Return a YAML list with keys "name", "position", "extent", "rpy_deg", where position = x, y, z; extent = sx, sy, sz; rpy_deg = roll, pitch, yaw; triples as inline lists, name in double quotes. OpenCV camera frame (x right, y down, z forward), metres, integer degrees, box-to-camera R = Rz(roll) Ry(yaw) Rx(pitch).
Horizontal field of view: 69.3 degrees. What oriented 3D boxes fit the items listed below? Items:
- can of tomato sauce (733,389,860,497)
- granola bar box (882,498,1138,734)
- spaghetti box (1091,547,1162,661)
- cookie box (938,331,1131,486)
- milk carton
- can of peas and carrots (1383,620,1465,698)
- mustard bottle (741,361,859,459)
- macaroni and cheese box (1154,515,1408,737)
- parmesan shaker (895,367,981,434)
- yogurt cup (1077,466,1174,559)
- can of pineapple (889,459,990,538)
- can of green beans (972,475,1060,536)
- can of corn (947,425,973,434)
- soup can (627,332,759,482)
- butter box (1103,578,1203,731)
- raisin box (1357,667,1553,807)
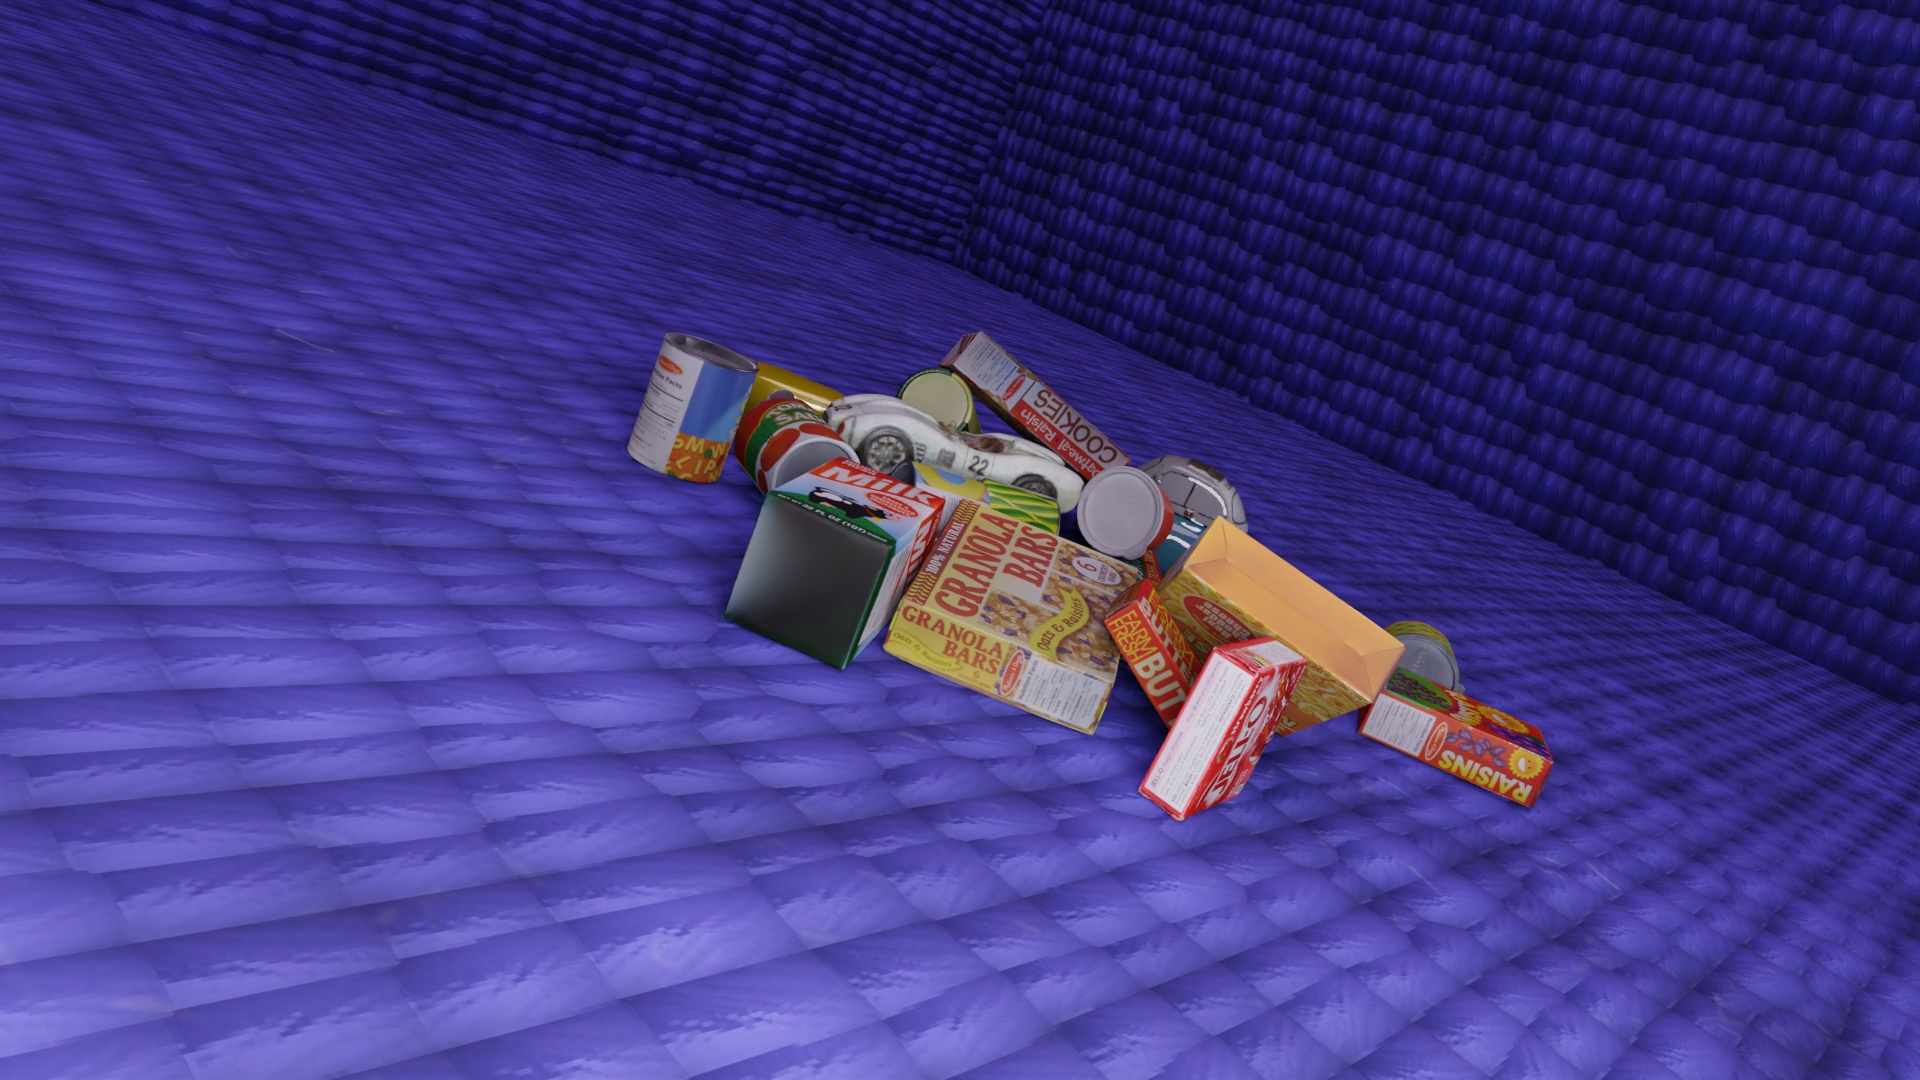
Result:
- name: "can of tomato sauce"
  position: [-0.110, -0.056, 0.944]
  extent: [0.071, 0.071, 0.083]
  rpy_deg: [13, 17, -31]
- name: "granola bar box"
  position: [0.035, 0.040, 0.820]
  extent: [0.124, 0.039, 0.166]
  rpy_deg: [22, 23, 3]
- name: "spaghetti box"
  position: [0.124, 0.039, 1.022]
  extent: [0.050, 0.028, 0.251]
  rpy_deg: [20, 14, -1]
- name: "cookie box"
  position: [0.062, -0.112, 1.200]
  extent: [0.167, 0.040, 0.123]
  rpy_deg: [40, 1, -9]
- name: "milk carton"
  position: [-0.062, 0.004, 0.791]
  extent: [0.072, 0.073, 0.191]
  rpy_deg: [23, 14, 6]
- name: "can of peas and carrots"
  position: [0.343, 0.098, 1.049]
  extent: [0.071, 0.070, 0.059]
  rpy_deg: [25, 13, 12]
- name: "mustard bottle"
  position: [-0.112, -0.099, 1.147]
  extent: [0.160, 0.048, 0.065]
  rpy_deg: [23, 17, -2]
- name: "macaroni and cheese box"
  position: [0.172, 0.056, 0.815]
  extent: [0.124, 0.040, 0.166]
  rpy_deg: [36, -14, 6]
- name: "parmesan shaker"
  position: [-0.019, -0.105, 1.190]
  extent: [0.071, 0.071, 0.103]
  rpy_deg: [24, -8, 9]
- name: "yogurt cup"
  position: [0.129, -0.020, 1.059]
  extent: [0.072, 0.072, 0.054]
  rpy_deg: [28, 8, 25]
- name: "can of pineapple"
  position: [-0.020, -0.016, 0.940]
  extent: [0.058, 0.070, 0.071]
  rpy_deg: [17, 15, -22]
- name: "can of green beans"
  position: [0.030, -0.007, 0.980]
  extent: [0.058, 0.071, 0.071]
  rpy_deg: [17, 15, -17]
- name: "can of corn"
  position: [-0.009, -0.055, 1.104]
  extent: [0.058, 0.071, 0.071]
  rpy_deg: [17, 15, -18]
- name: "soup can"
  position: [-0.179, -0.089, 0.939]
  extent: [0.071, 0.083, 0.071]
  rpy_deg: [21, 14, -5]
- name: "butter box"
  position: [0.118, 0.075, 0.779]
  extent: [0.103, 0.024, 0.053]
  rpy_deg: [58, 19, -4]
- name: "raisin box"
  position: [0.345, 0.134, 0.976]
  extent: [0.123, 0.040, 0.086]
  rpy_deg: [23, 13, 12]
